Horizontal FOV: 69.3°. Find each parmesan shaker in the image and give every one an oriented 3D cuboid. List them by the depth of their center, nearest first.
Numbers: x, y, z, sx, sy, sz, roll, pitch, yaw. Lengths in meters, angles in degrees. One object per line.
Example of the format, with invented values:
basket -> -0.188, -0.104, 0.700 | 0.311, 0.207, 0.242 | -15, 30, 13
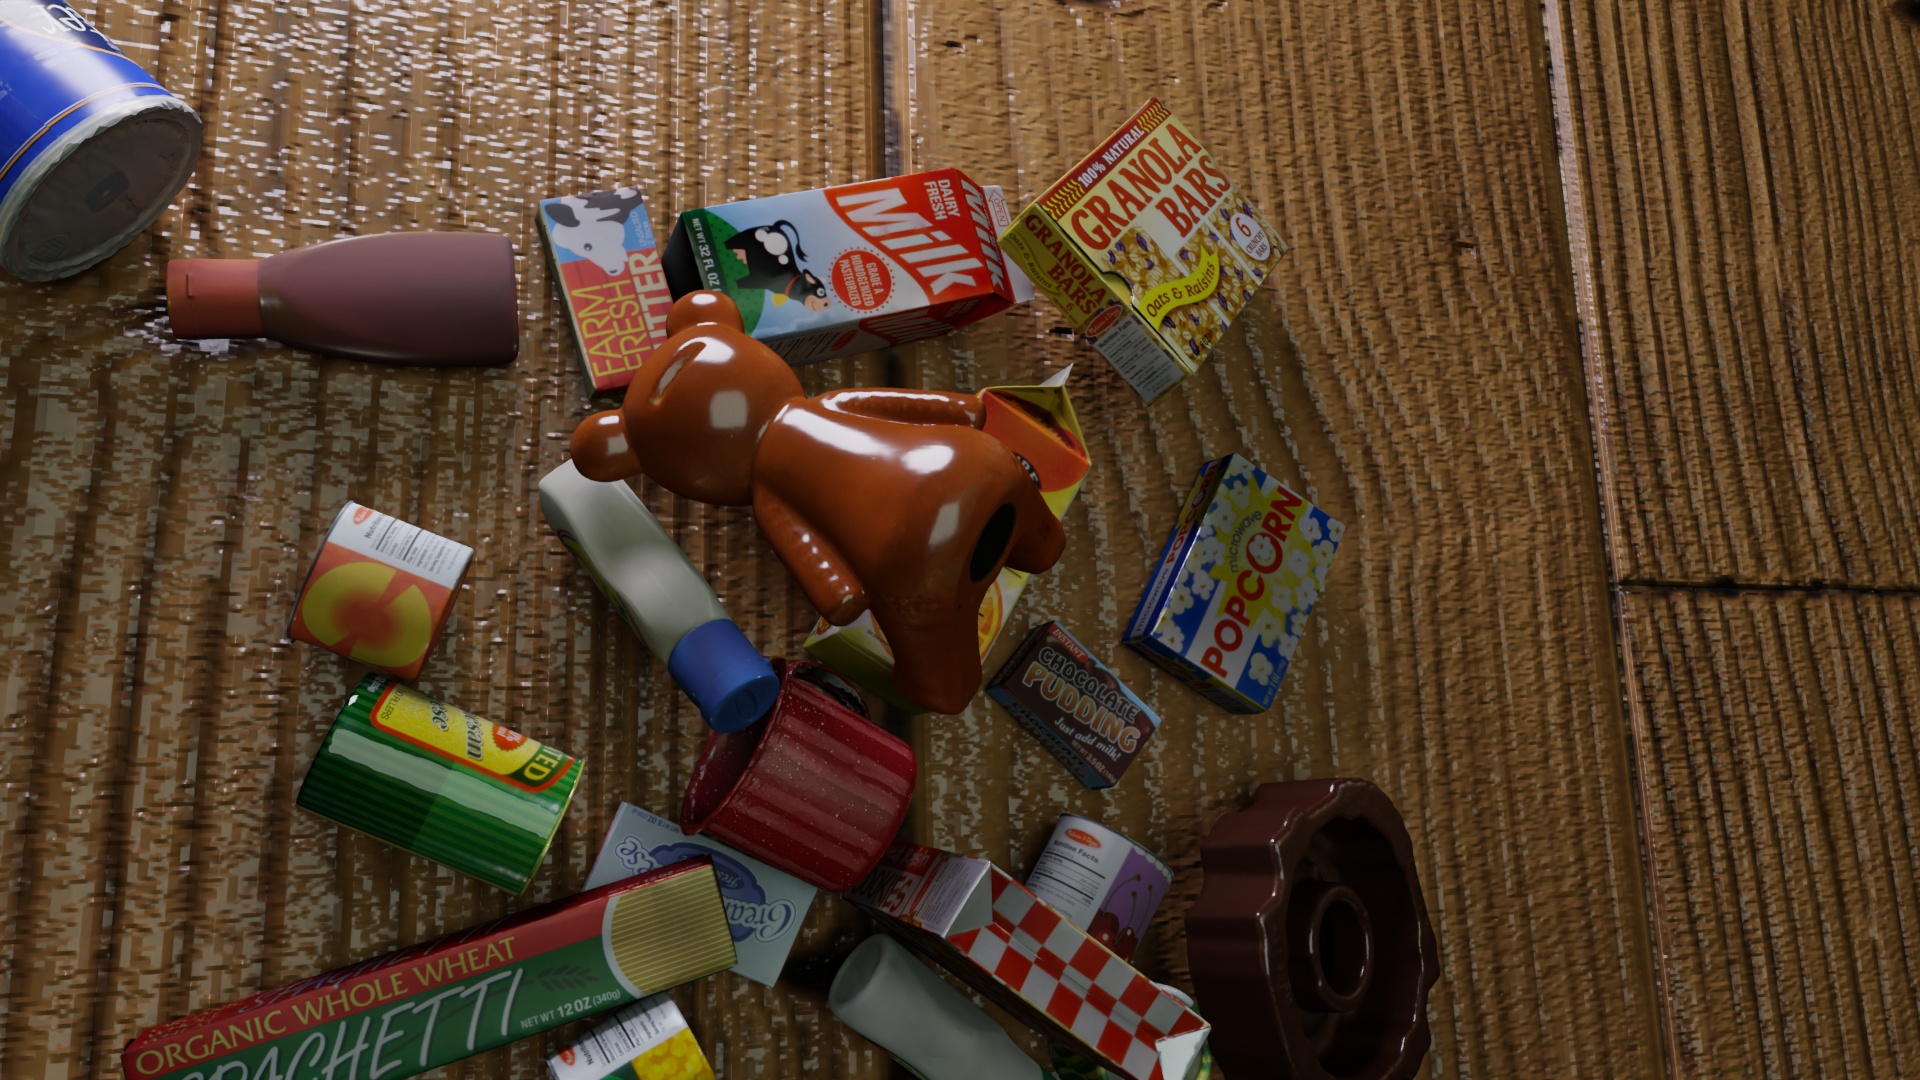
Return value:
parmesan shaker -> -0.229, 0.108, 0.615 | 0.103, 0.071, 0.071 | 27, 71, -14

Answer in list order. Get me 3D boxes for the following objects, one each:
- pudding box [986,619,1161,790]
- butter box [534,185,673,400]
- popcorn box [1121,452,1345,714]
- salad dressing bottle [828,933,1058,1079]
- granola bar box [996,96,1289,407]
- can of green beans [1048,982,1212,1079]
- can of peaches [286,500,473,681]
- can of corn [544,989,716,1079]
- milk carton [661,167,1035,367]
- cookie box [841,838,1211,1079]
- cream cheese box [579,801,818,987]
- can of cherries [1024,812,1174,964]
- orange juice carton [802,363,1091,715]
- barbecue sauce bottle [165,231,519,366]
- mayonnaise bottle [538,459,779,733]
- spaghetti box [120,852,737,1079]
pudding box -> 0.062, 0.089, 0.751 | 0.083, 0.030, 0.050 | 44, 67, -8
butter box -> -0.177, -0.126, 0.709 | 0.053, 0.024, 0.103 | -16, 85, -22
popcorn box -> 0.157, 0.025, 0.796 | 0.085, 0.038, 0.127 | 32, 70, -12
salad dressing bottle -> 0.003, 0.253, 0.681 | 0.147, 0.064, 0.044 | 43, 81, -16
granola bar box -> 0.109, -0.168, 0.787 | 0.124, 0.039, 0.166 | 46, 46, -6
can of green beans -> 0.087, 0.258, 0.711 | 0.071, 0.057, 0.071 | 4, 78, -20
can of peaches -> -0.260, 0.025, 0.625 | 0.058, 0.071, 0.071 | 23, 72, -15
can of corn -> -0.144, 0.247, 0.623 | 0.058, 0.071, 0.071 | -27, 90, -23
milk carton -> -0.053, -0.142, 0.732 | 0.191, 0.073, 0.072 | -15, 85, -23
cookie box -> 0.023, 0.190, 0.642 | 0.123, 0.167, 0.040 | 38, 72, -10
cream cheese box -> -0.126, 0.170, 0.667 | 0.104, 0.024, 0.053 | 27, 72, -13
can of cherries -> 0.069, 0.184, 0.716 | 0.071, 0.071, 0.058 | 35, 70, -11
orange juice carton -> 0.003, -0.009, 0.726 | 0.073, 0.071, 0.193 | 34, 70, -11
barbecue sauce bottle -> -0.287, -0.114, 0.654 | 0.149, 0.043, 0.065 | -4, 80, -21
mayonnaise bottle -> -0.139, 0.025, 0.638 | 0.041, 0.064, 0.148 | -35, 61, -16
spaghetti box -> -0.224, 0.200, 0.605 | 0.251, 0.028, 0.050 | -15, 91, -16
